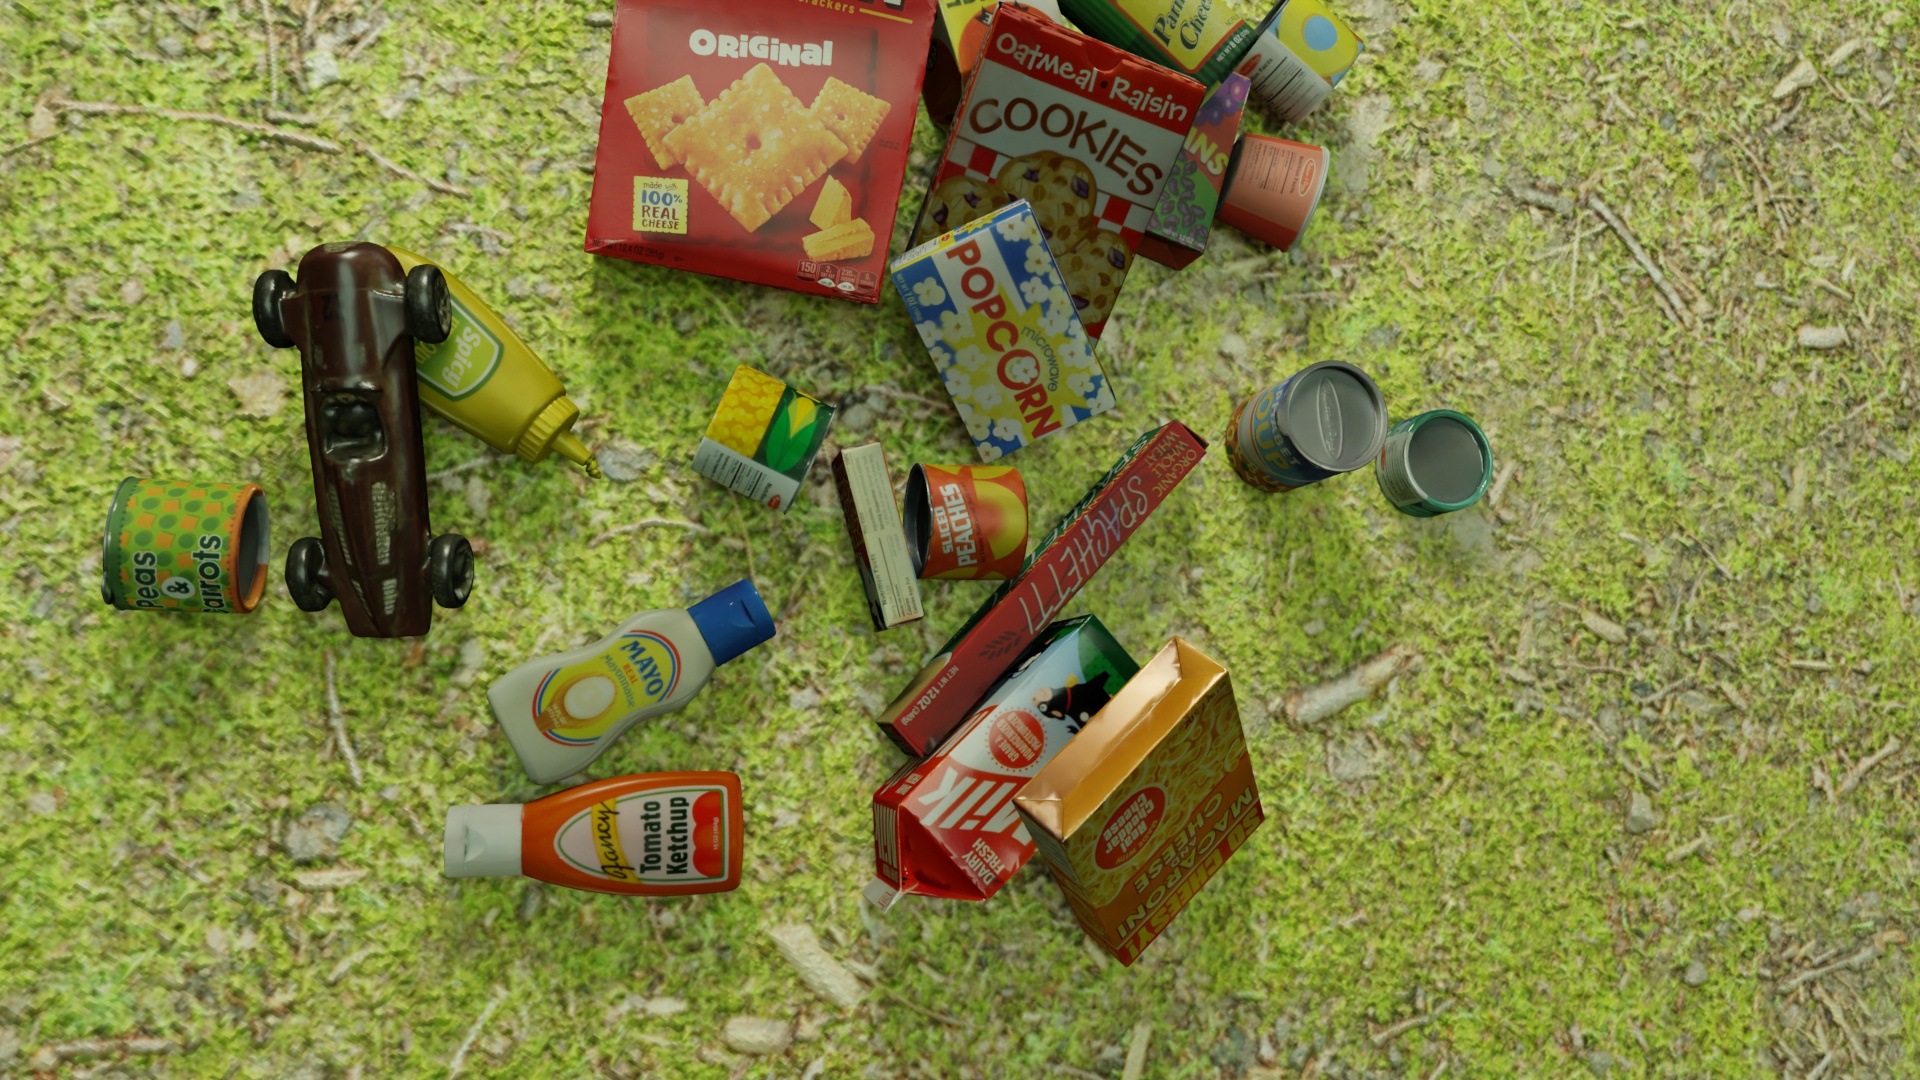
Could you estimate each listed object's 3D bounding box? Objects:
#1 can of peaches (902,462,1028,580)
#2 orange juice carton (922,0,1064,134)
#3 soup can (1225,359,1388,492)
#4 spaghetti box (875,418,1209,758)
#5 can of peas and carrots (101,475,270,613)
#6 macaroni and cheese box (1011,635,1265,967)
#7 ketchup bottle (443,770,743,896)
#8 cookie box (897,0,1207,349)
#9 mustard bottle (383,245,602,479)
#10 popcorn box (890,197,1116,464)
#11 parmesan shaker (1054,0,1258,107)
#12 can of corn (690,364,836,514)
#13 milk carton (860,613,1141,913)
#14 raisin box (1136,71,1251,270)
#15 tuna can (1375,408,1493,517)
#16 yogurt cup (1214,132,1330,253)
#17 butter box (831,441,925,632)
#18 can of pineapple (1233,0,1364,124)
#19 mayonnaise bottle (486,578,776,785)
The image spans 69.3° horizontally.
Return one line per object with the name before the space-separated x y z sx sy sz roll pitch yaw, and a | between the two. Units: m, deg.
can of peaches | 0.003 -0.010 0.783 0.058 0.071 0.071 2 83 -15
orange juice carton | 0.008 -0.320 0.824 0.072 0.073 0.192 -17 88 -16
soup can | 0.203 -0.067 0.835 0.071 0.083 0.071 2 82 -14
spaghetti box | 0.049 0.024 0.801 0.028 0.050 0.251 46 74 -6
can of peas and carrots | -0.380 0.004 0.684 0.059 0.071 0.071 3 82 -14
macaroni and cheese box | 0.102 0.145 0.750 0.124 0.165 0.040 -43 51 -15
ketchup bottle | -0.190 0.155 0.727 0.149 0.043 0.065 1 83 -14
cookie box | 0.049 -0.202 0.791 0.123 0.040 0.166 18 114 -11
mustard bottle | -0.253 -0.087 0.739 0.160 0.049 0.065 38 82 -6
popcorn box | 0.025 -0.117 0.784 0.085 0.038 0.126 -24 112 8
parmesan shaker | 0.117 -0.306 0.814 0.103 0.071 0.071 42 75 -1
can of corn | -0.108 -0.058 0.765 0.058 0.071 0.071 25 78 -10
milk carton | 0.020 0.131 0.768 0.191 0.072 0.073 -42 95 -15
raisin box | 0.121 -0.242 0.861 0.086 0.040 0.123 19 78 -10
tuna can | 0.304 -0.049 0.885 0.071 0.032 0.071 2 83 -14
yogurt cup | 0.191 -0.219 0.863 0.054 0.072 0.072 18 79 -3
butter box | -0.047 -0.002 0.779 0.024 0.053 0.103 -14 86 -13
can of pineapple | 0.212 -0.308 0.879 0.058 0.071 0.071 38 76 -7
mayonnaise bottle | -0.172 0.070 0.743 0.148 0.041 0.065 -29 89 -15
